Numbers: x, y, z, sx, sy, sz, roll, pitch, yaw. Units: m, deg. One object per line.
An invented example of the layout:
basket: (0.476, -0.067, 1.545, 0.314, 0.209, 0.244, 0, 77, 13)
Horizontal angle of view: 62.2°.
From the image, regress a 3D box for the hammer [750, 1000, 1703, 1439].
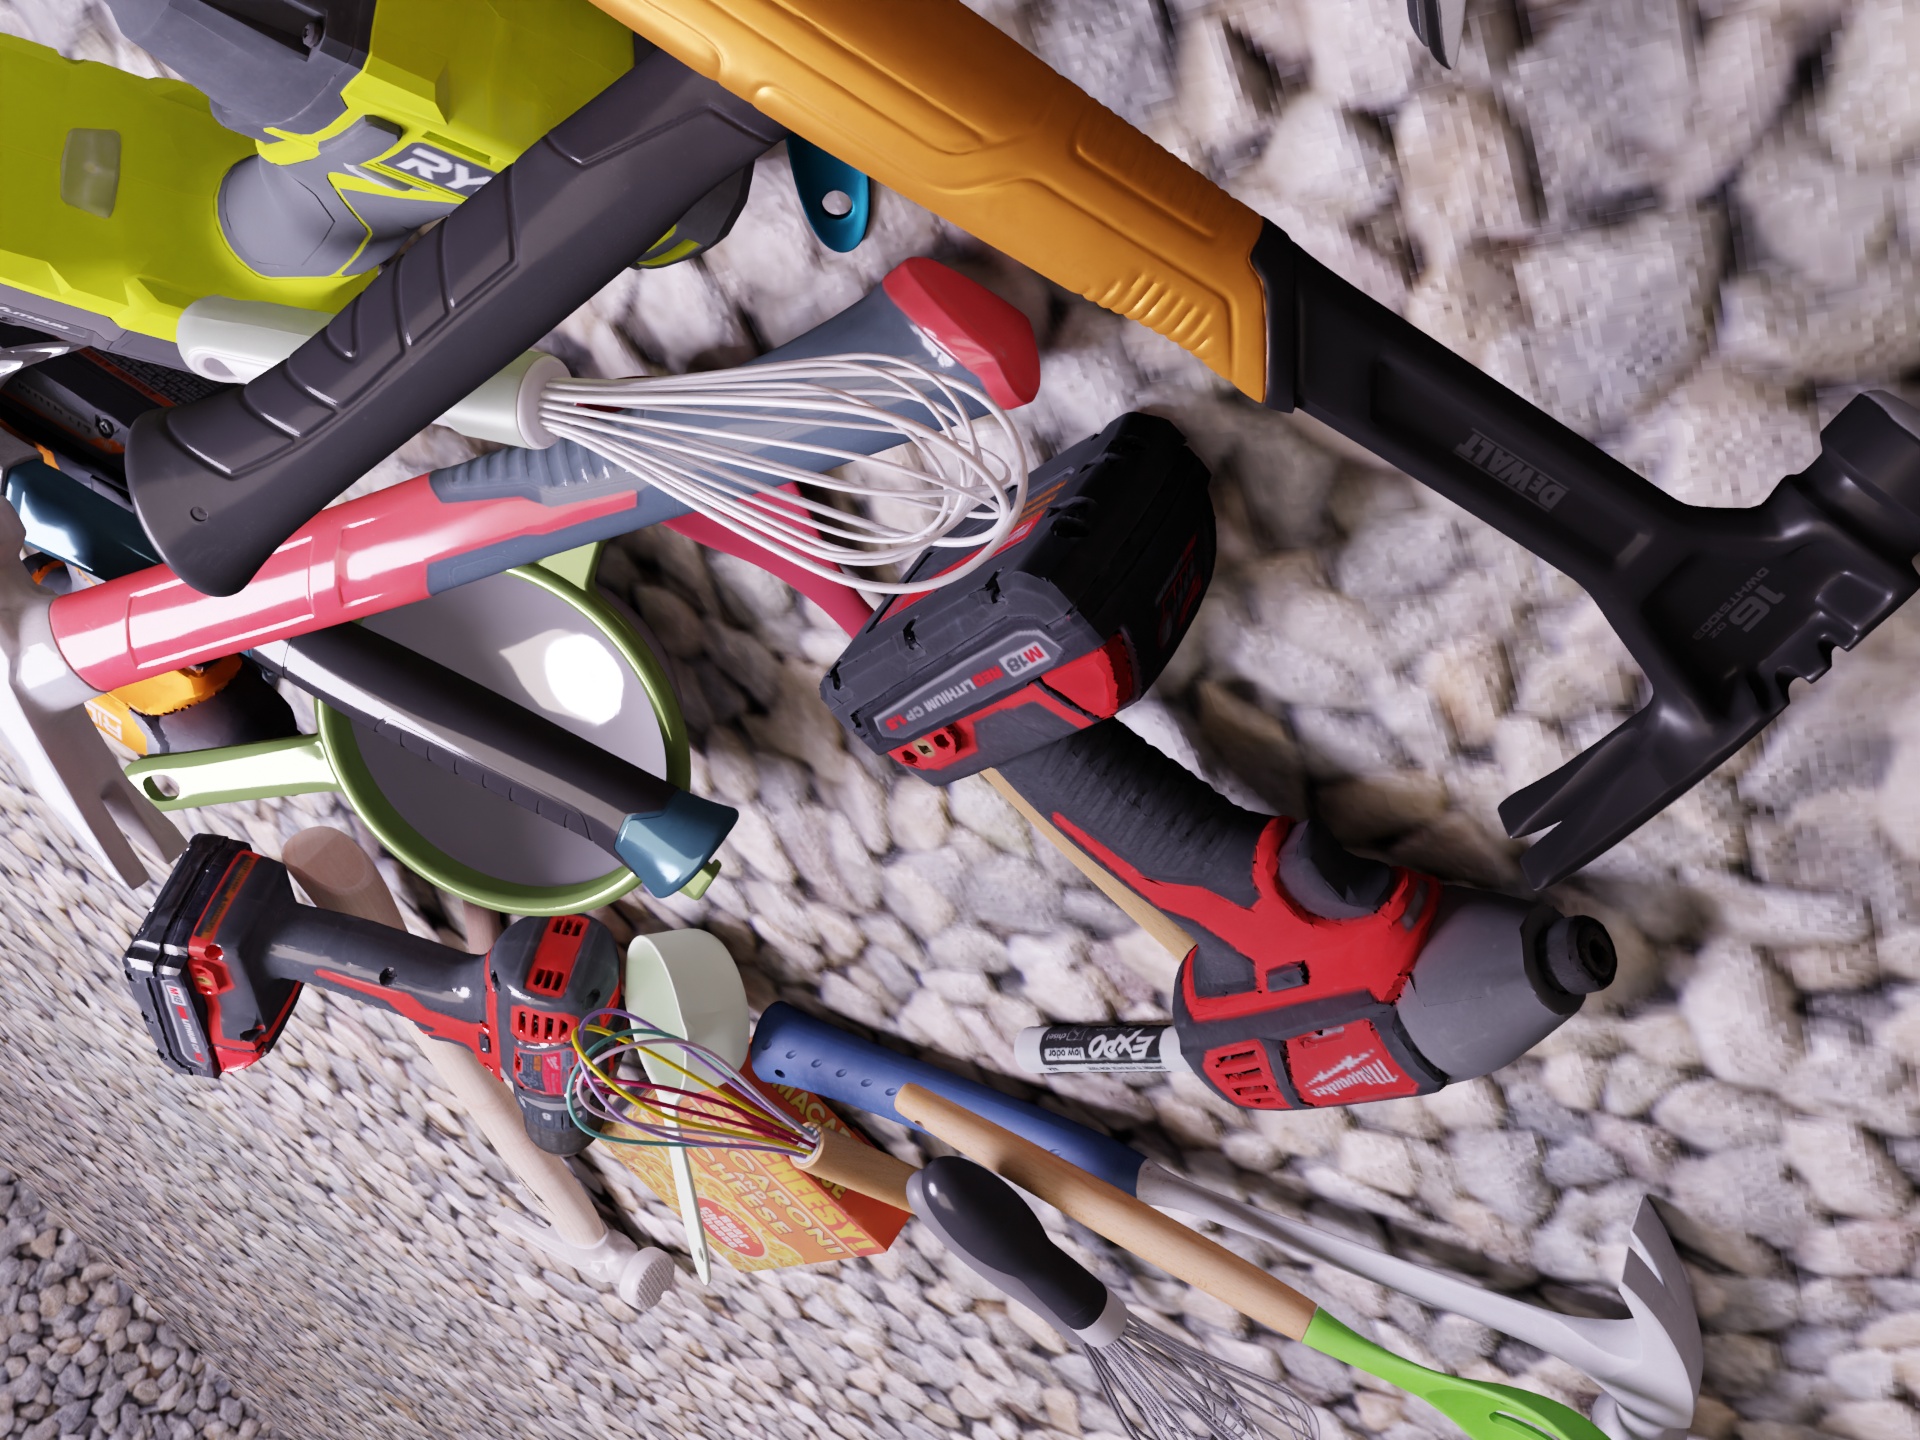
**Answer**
hammer: (0.085, 0.187, 0.649, 0.406, 0.035, 0.143, 14, 136, 28)

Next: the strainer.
strainer: (-0.213, 0.002, 0.628, 0.256, 0.069, 0.151, -7, 112, 20)

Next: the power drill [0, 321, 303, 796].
power drill: (-0.337, -0.066, 0.670, 0.164, 0.084, 0.226, 32, 136, 5)

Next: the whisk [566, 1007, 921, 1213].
whisk: (-0.082, 0.186, 0.705, 0.047, 0.051, 0.244, 3, 155, 41)

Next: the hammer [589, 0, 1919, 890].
hammer: (0.036, -0.085, 0.311, 0.336, 0.034, 0.127, 29, 120, -15)

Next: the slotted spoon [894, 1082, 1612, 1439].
slotted spoon: (0.110, 0.216, 0.607, 0.314, 0.031, 0.070, 25, 149, 19)

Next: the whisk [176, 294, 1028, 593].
whisk: (-0.100, -0.080, 0.411, 0.246, 0.059, 0.057, 14, 167, 16)

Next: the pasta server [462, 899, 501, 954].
pasta server: (-0.246, 0.067, 0.785, 0.060, 0.040, 0.316, 39, 145, 18)

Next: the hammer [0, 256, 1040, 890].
hammer: (-0.154, -0.044, 0.490, 0.386, 0.038, 0.143, -13, 113, 21)

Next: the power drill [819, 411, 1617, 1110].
power drill: (0.078, 0.027, 0.464, 0.219, 0.079, 0.143, 47, 141, -16)

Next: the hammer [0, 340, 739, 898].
hammer: (-0.232, -0.026, 0.562, 0.331, 0.033, 0.128, 27, 119, 1)

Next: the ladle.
ladle: (-0.001, -0.002, 0.533, 0.315, 0.031, 0.069, 44, 145, -11)

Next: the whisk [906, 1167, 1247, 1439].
whisk: (0.056, 0.282, 0.739, 0.238, 0.055, 0.055, 46, 142, -21)

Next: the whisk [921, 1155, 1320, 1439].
whisk: (0.077, 0.266, 0.670, 0.070, 0.070, 0.284, -14, 127, 45)

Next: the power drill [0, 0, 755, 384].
power drill: (-0.189, -0.157, 0.426, 0.223, 0.171, 0.080, -1, 83, 42)

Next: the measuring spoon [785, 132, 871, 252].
measuring spoon: (-0.038, -0.176, 0.396, 0.042, 0.021, 0.128, -4, 142, 3)

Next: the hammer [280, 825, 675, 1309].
hammer: (-0.299, 0.213, 0.957, 0.146, 0.038, 0.410, 14, 138, 33)

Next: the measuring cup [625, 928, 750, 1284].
measuring cup: (-0.118, 0.178, 0.740, 0.083, 0.038, 0.167, 2, 102, 60)

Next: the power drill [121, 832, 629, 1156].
power drill: (-0.280, 0.151, 0.804, 0.226, 0.080, 0.187, 12, 138, -2)

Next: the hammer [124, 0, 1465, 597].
hammer: (-0.056, -0.119, 0.335, 0.335, 0.035, 0.146, -30, 118, 21)
